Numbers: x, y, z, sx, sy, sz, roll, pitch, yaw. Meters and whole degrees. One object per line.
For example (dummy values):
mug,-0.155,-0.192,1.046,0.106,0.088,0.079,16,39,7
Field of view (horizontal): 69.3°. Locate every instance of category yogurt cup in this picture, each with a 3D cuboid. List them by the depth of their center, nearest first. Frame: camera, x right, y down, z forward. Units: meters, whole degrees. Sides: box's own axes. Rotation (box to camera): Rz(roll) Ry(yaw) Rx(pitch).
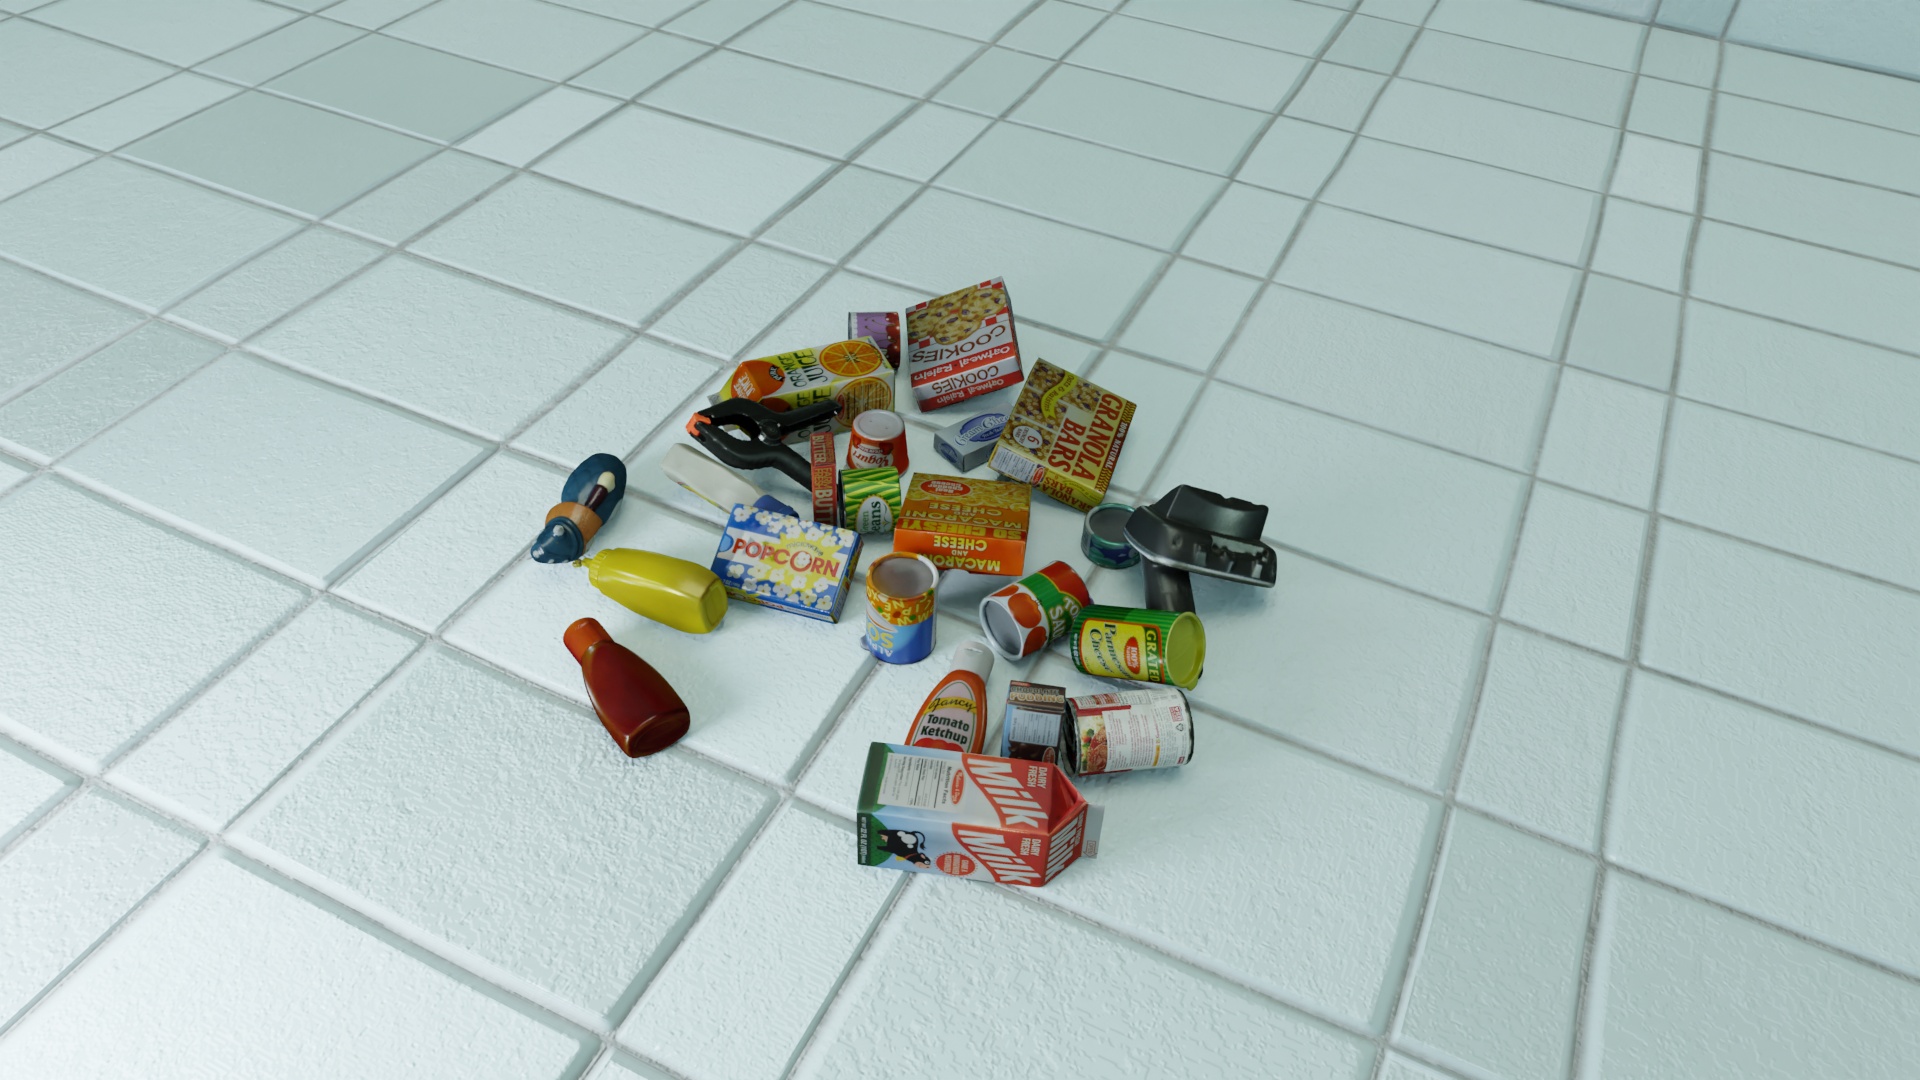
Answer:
yogurt cup,-0.087,-0.102,1.468,0.072,0.053,0.073,3,41,-2

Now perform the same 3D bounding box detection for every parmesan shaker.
parmesan shaker,0.157,0.095,1.235,0.103,0.071,0.072,3,34,40

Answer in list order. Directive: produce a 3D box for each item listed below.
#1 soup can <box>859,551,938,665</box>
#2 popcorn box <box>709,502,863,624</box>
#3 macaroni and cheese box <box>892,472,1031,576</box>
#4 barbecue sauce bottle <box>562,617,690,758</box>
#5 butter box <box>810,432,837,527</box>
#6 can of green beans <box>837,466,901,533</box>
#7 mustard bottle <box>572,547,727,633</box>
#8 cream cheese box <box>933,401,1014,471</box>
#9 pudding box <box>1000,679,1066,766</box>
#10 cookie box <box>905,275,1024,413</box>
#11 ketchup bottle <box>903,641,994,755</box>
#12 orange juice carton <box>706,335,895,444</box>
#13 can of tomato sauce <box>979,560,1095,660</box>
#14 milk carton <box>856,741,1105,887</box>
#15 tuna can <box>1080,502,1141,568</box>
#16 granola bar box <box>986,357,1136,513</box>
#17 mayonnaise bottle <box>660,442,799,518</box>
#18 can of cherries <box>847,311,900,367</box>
soup can,-0.056,0.062,1.265,0.071,0.083,0.072,2,42,-2
popcorn box,-0.164,0.022,1.311,0.127,0.038,0.085,13,70,10
macaroni and cheese box,0.005,-0.017,1.352,0.124,0.040,0.167,6,21,2
barbecue sauce bottle,-0.297,0.123,1.208,0.065,0.043,0.149,-25,49,-29
butter box,-0.135,-0.052,1.371,0.024,0.103,0.053,-3,43,-7
can of green beans,-0.091,-0.040,1.389,0.058,0.070,0.071,-3,42,-9
mustard bottle,-0.294,0.038,1.289,0.160,0.065,0.049,17,47,20
cream cheese box,0.026,-0.114,1.513,0.104,0.024,0.053,-27,49,-31
pudding box,0.060,0.159,1.167,0.050,0.083,0.030,6,39,3
cookie box,0.003,-0.226,1.596,0.123,0.040,0.168,-17,41,9
ketchup bottle,-0.005,0.151,1.200,0.065,0.043,0.150,12,42,9
orange juice carton,-0.173,-0.157,1.509,0.193,0.072,0.072,-14,45,-19
can of tomato sauce,0.070,0.066,1.284,0.083,0.070,0.071,-26,50,-28
milk carton,0.017,0.220,1.103,0.191,0.072,0.074,6,42,4
tuna can,0.158,-0.005,1.395,0.071,0.032,0.071,2,42,-2
granola bar box,0.111,-0.113,1.486,0.124,0.038,0.166,25,44,0
mayonnaise bottle,-0.229,-0.047,1.392,0.148,0.064,0.041,30,85,22
can of cherries,-0.100,-0.229,1.602,0.058,0.071,0.072,-2,42,-8
